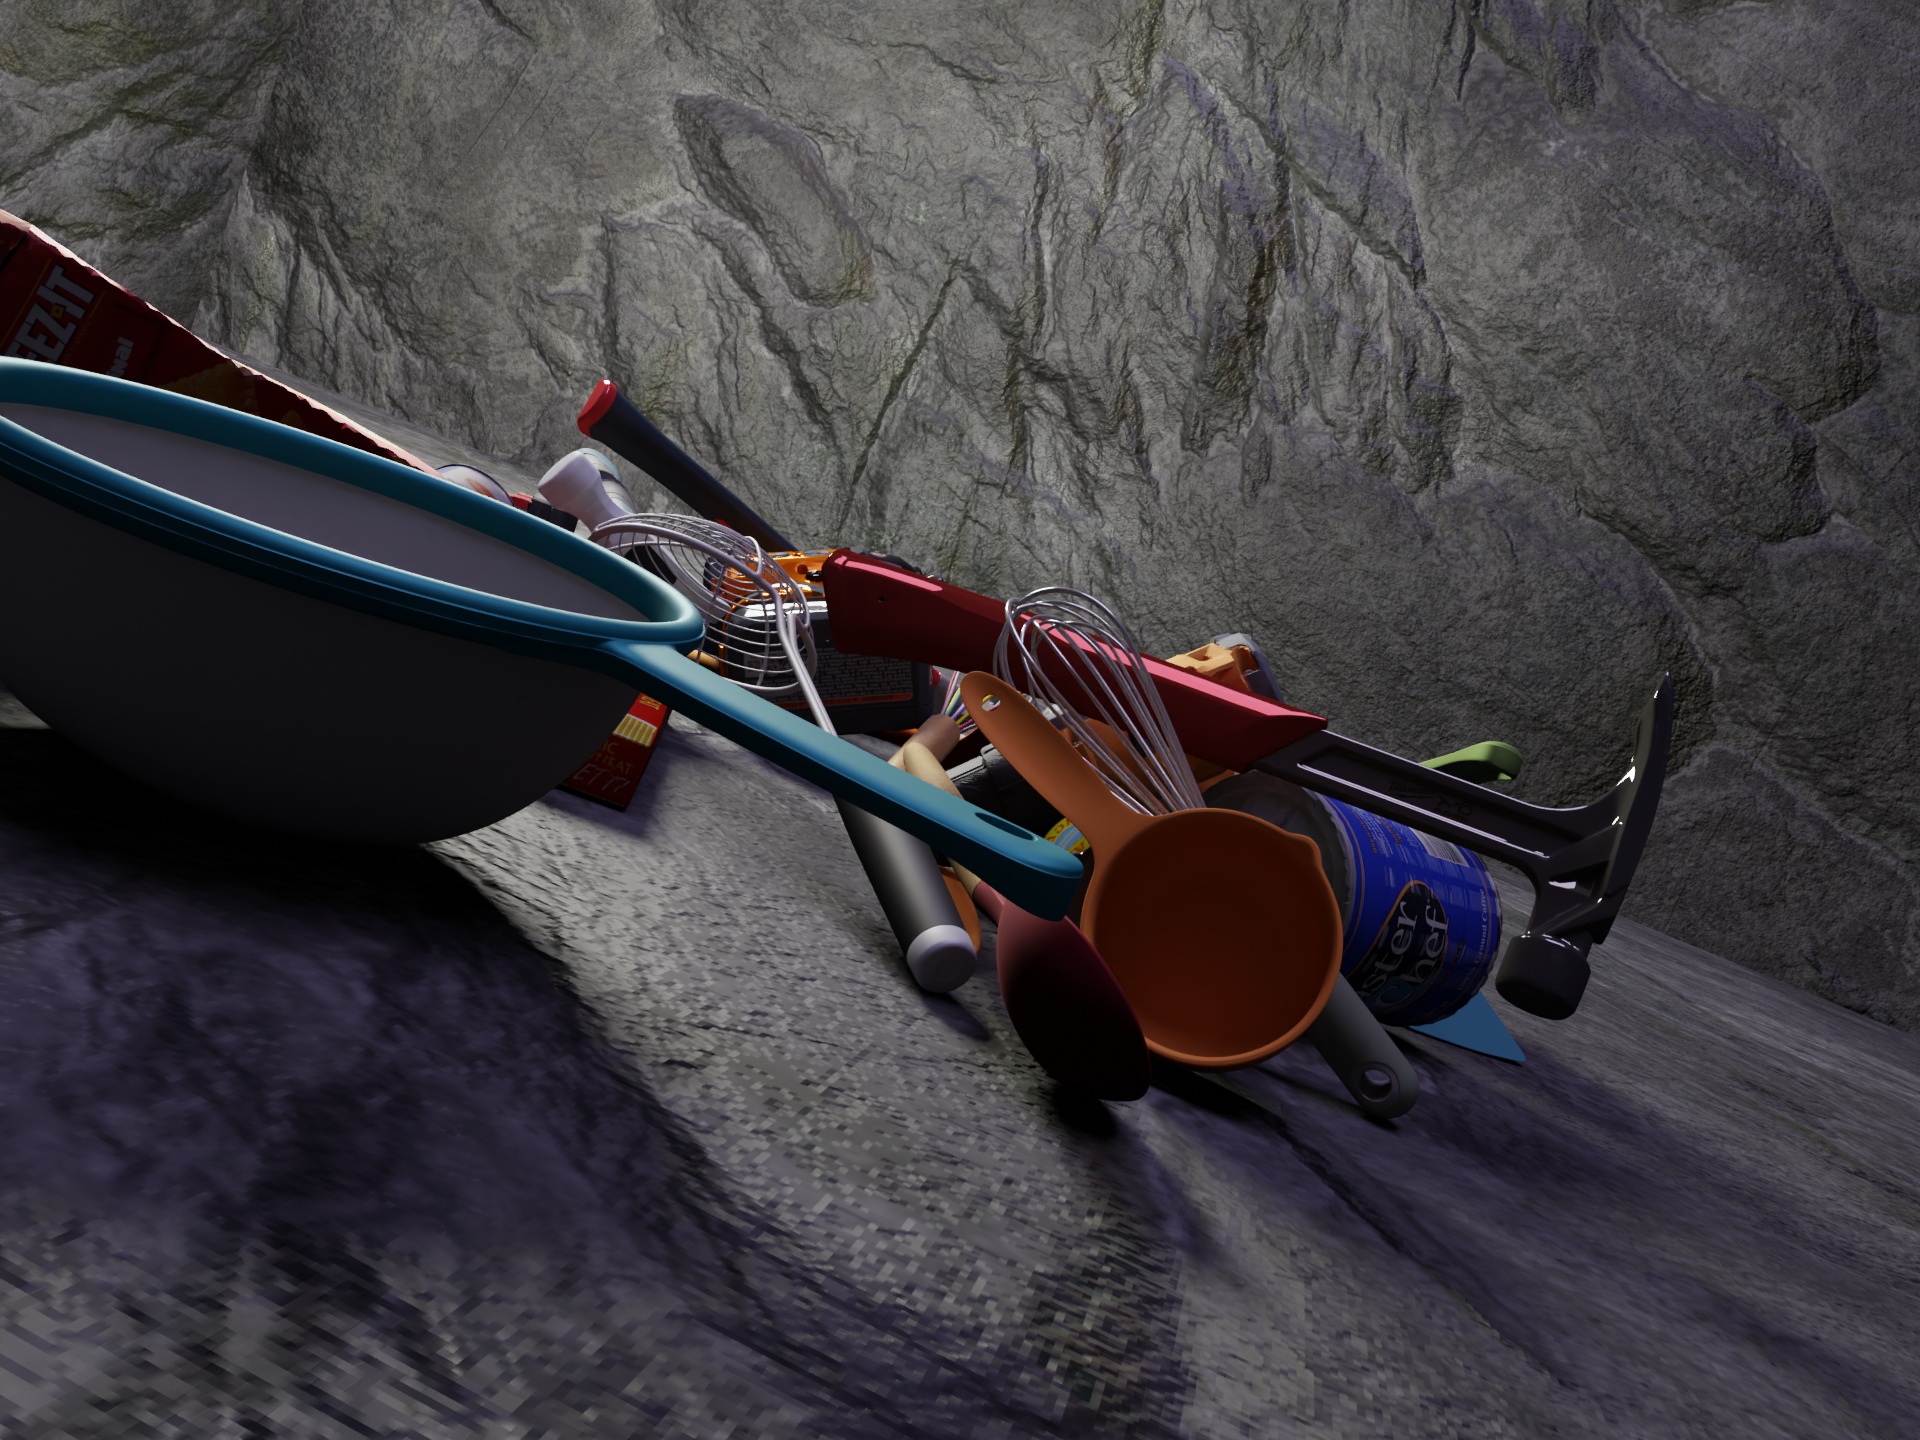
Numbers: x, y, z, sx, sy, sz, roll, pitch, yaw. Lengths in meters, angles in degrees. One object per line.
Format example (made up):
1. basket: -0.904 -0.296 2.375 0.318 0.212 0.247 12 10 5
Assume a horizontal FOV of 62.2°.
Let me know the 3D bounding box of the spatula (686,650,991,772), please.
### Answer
1. spatula: -0.061 -0.002 1.022 0.323 0.081 0.041 19 20 28

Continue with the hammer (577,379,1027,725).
1. hammer: -0.110 -0.109 1.135 0.143 0.038 0.385 1 -31 47

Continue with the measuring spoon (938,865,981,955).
1. measuring spoon: -0.004 0.079 0.640 0.021 0.011 0.117 23 9 -5

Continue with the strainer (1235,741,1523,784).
1. strainer: 0.222 0.063 0.867 0.151 0.069 0.256 26 -15 -7

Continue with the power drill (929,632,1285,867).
1. power drill: 0.063 0.026 0.810 0.226 0.185 0.084 54 13 -84

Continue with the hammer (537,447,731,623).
1. hammer: -0.210 -0.126 0.967 0.128 0.033 0.331 49 -2 -24

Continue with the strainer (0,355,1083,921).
1. strainer: -0.133 0.003 0.432 0.340 0.095 0.211 26 9 18

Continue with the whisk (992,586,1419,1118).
1. whisk: 0.094 0.050 0.612 0.246 0.058 0.059 53 22 5

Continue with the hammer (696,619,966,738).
1. hammer: -0.013 0.009 1.158 0.405 0.035 0.144 22 6 1

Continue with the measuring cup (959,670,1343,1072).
1. measuring cup: 0.060 0.050 0.571 0.174 0.095 0.052 47 -6 21

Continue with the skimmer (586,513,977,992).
1. skimmer: -0.085 0.011 0.675 0.127 0.090 0.364 49 5 -36

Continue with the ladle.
1. ladle: 0.008 0.054 0.589 0.031 0.069 0.316 -20 17 -5

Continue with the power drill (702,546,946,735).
1. power drill: -0.076 -0.060 0.998 0.164 0.084 0.227 -5 18 -9

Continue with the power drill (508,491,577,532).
1. power drill: -0.357 -0.130 0.980 0.226 0.080 0.188 17 6 -14

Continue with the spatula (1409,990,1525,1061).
1. spatula: 0.225 0.130 0.972 0.082 0.044 0.318 19 1 -18

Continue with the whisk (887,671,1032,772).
1. whisk: 0.000 -0.004 0.897 0.047 0.051 0.245 13 25 16

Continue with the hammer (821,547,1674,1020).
1. hammer: 0.106 -0.010 0.675 0.359 0.149 0.036 21 -20 17
